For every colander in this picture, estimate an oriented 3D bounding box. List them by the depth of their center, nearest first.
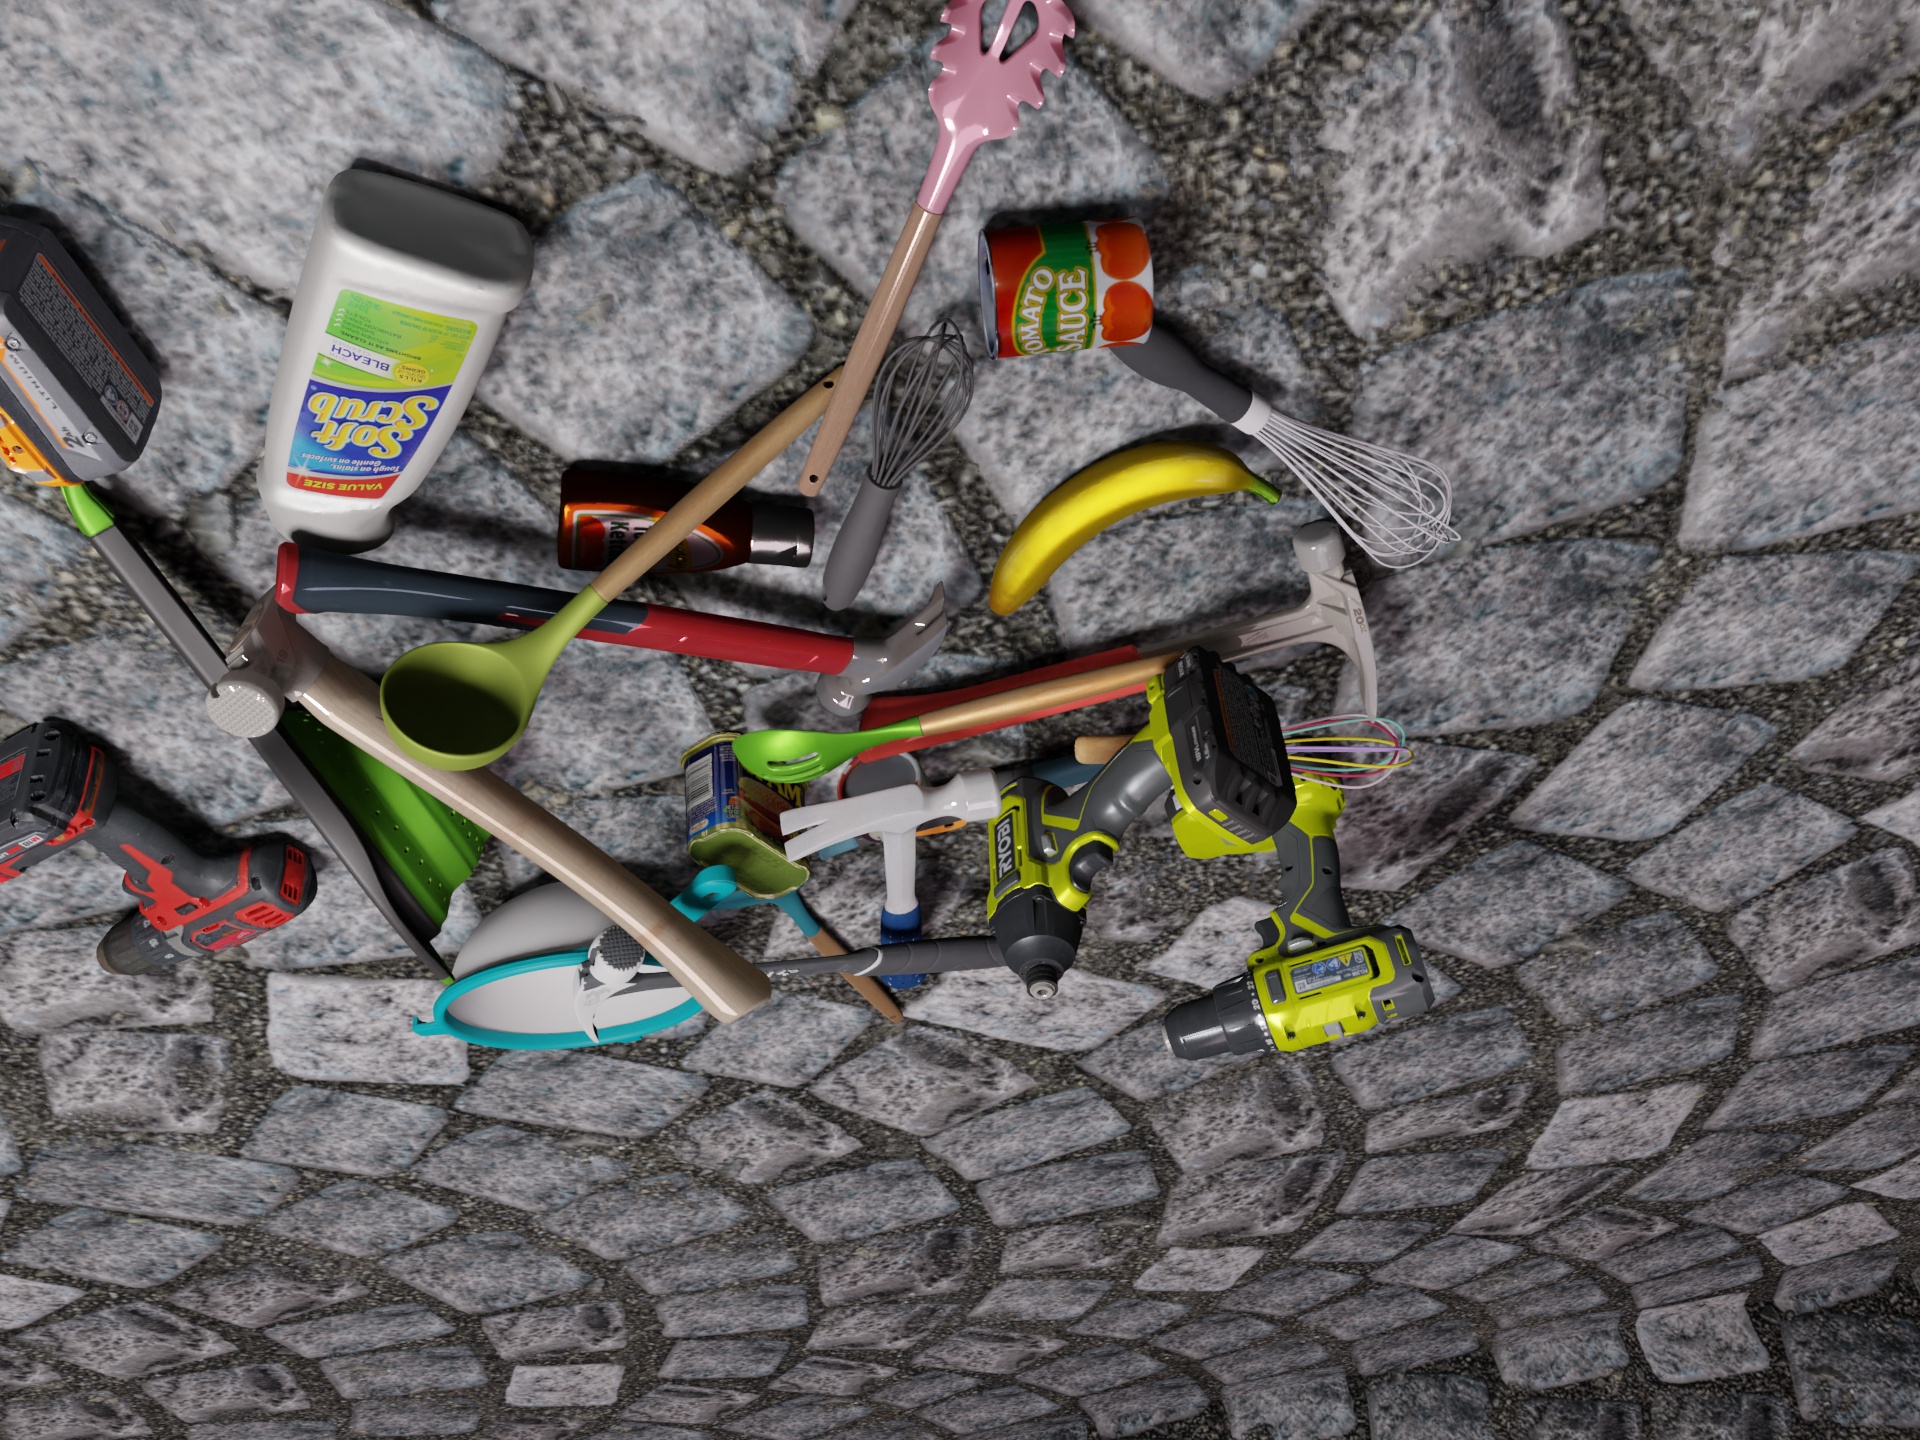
[{"bbox_3d":[-0.398,-0.010,0.991,0.094,0.205,0.396,-37,127,-18],"label":"colander"}]

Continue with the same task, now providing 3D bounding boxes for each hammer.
[{"bbox_3d":[-0.197,-0.065,0.946,0.386,0.038,0.143,8,153,-30],"label":"hammer"},{"bbox_3d":[-0.269,0.061,0.996,0.038,0.146,0.410,-32,123,23],"label":"hammer"},{"bbox_3d":[0.101,-0.022,1.096,0.359,0.037,0.149,-15,121,12],"label":"hammer"},{"bbox_3d":[0.044,0.047,1.197,0.331,0.033,0.128,-16,140,9],"label":"hammer"},{"bbox_3d":[-0.092,0.188,1.207,0.408,0.036,0.149,0,150,-28],"label":"hammer"},{"bbox_3d":[-0.051,0.136,1.207,0.144,0.035,0.405,-10,156,-6],"label":"hammer"}]

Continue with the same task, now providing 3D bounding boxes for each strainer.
[{"bbox_3d":[-0.264,0.152,1.199,0.210,0.095,0.340,11,145,-36],"label":"strainer"}]

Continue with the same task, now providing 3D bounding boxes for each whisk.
[{"bbox_3d":[-0.043,-0.140,0.936,0.055,0.055,0.238,6,144,-18],"label":"whisk"},{"bbox_3d":[0.195,-0.168,0.942,0.284,0.070,0.070,24,131,-28],"label":"whisk"},{"bbox_3d":[0.204,0.021,1.135,0.245,0.047,0.051,0,140,-5],"label":"whisk"}]

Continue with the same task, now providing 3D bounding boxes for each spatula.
[{"bbox_3d":[-0.115,0.198,1.345,0.082,0.044,0.317,-22,141,11],"label":"spatula"}]

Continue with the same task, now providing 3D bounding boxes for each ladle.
[{"bbox_3d":[-0.182,-0.091,0.872,0.320,0.078,0.062,-42,168,-3],"label":"ladle"}]

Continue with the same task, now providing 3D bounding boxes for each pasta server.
[{"bbox_3d":[-0.027,-0.235,0.808,0.060,0.040,0.316,22,129,-11],"label":"pasta server"}]

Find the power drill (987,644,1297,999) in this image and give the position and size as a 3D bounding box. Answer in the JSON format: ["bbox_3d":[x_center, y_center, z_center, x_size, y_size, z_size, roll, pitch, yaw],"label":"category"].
[{"bbox_3d":[0.106,0.070,1.037,0.080,0.171,0.223,31,125,-27],"label":"power drill"}]

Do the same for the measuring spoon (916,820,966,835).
[{"bbox_3d":[-0.052,0.091,1.249,0.117,0.011,0.021,-10,142,2],"label":"measuring spoon"}]

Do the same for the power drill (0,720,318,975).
[{"bbox_3d":[-0.599,0.107,1.117,0.188,0.080,0.226,-23,142,18],"label":"power drill"}]

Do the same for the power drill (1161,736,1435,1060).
[{"bbox_3d":[0.228,0.139,1.188,0.190,0.229,0.080,-19,140,12],"label":"power drill"}]

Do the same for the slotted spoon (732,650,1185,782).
[{"bbox_3d":[-0.002,-0.003,1.070,0.314,0.031,0.070,-14,153,7],"label":"slotted spoon"}]

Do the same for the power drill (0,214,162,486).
[{"bbox_3d":[-0.539,-0.173,0.776,0.226,0.084,0.164,-9,141,7],"label":"power drill"}]
